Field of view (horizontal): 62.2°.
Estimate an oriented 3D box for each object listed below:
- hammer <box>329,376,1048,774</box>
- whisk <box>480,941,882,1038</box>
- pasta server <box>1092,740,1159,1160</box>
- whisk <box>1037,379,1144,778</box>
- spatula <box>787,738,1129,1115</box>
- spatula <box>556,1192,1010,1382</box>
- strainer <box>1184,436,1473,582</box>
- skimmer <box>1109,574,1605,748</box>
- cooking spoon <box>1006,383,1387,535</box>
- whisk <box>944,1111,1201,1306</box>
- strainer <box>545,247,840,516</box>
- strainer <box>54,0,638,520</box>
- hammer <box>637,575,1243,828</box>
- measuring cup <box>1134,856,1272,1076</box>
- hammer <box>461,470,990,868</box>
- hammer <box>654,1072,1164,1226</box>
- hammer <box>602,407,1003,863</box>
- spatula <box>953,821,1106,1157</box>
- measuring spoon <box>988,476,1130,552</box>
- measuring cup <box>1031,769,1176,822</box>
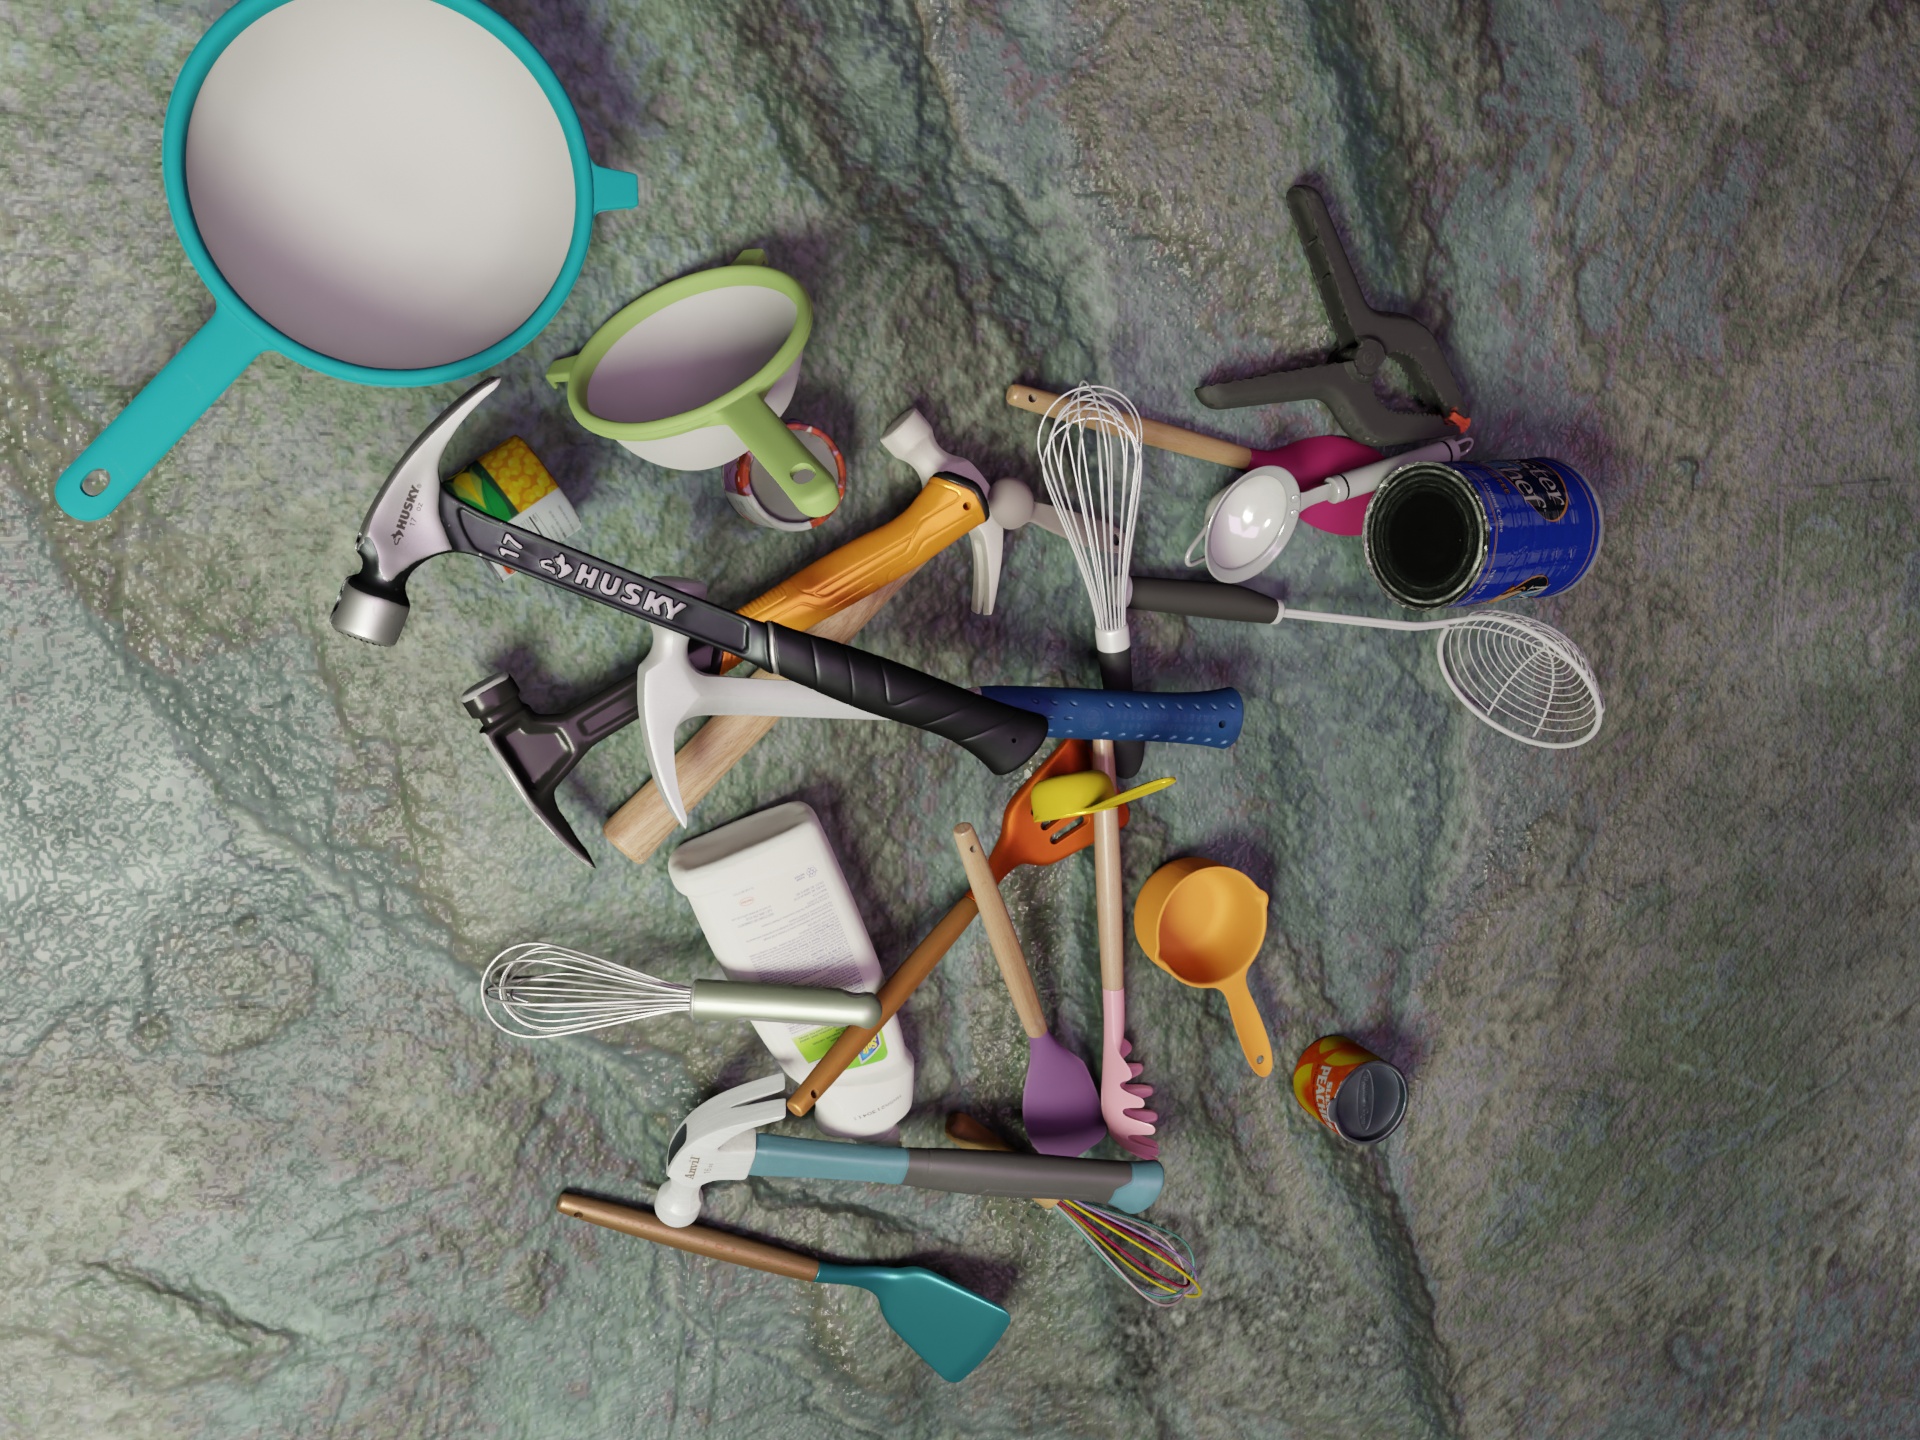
[{"bbox_3d":[-0.122,-0.053,0.888,0.408,0.036,0.149,21,92,-28],"label":"hammer"},{"bbox_3d":[-0.171,0.171,0.975,0.246,0.058,0.059,4,87,-1],"label":"whisk"},{"bbox_3d":[0.113,0.161,1.112,0.040,0.060,0.316,-2,103,6],"label":"pasta server"},{"bbox_3d":[0.097,-0.086,1.052,0.070,0.070,0.284,-18,119,-17],"label":"whisk"},{"bbox_3d":[-0.002,0.137,1.044,0.323,0.041,0.081,-46,113,-33],"label":"spatula"},{"bbox_3d":[-0.120,0.371,1.068,0.317,0.044,0.082,23,118,-20],"label":"spatula"},{"bbox_3d":[0.253,-0.158,1.106,0.258,0.050,0.086,-19,131,-19],"label":"strainer"},{"bbox_3d":[0.279,-0.043,1.123,0.363,0.127,0.090,6,74,-14],"label":"skimmer"},{"bbox_3d":[0.176,-0.187,1.100,0.318,0.017,0.069,10,95,-23],"label":"cooking spoon"},{"bbox_3d":[0.086,0.351,1.143,0.244,0.047,0.051,40,85,-18],"label":"whisk"},{"bbox_3d":[-0.122,-0.165,0.892,0.151,0.257,0.069,-33,137,-8],"label":"strainer"},{"bbox_3d":[-0.351,-0.238,0.857,0.211,0.095,0.340,43,85,-18],"label":"strainer"},{"bbox_3d":[-0.002,-0.003,0.994,0.405,0.035,0.144,3,102,-25],"label":"hammer"},{"bbox_3d":[0.183,0.178,1.146,0.095,0.052,0.173,-27,109,-14],"label":"measuring cup"},{"bbox_3d":[-0.123,-0.048,0.970,0.337,0.034,0.127,-32,107,-12],"label":"hammer"},{"bbox_3d":[-0.025,0.294,1.045,0.331,0.033,0.128,9,127,-16],"label":"hammer"},{"bbox_3d":[-0.099,-0.038,1.016,0.331,0.031,0.130,-47,110,-7],"label":"hammer"},{"bbox_3d":[0.043,0.192,1.072,0.060,0.018,0.315,-29,124,-16],"label":"spatula"},{"bbox_3d":[0.071,-0.133,1.057,0.124,0.018,0.034,14,79,-35],"label":"measuring spoon"},{"bbox_3d":[0.093,0.040,1.012,0.062,0.156,0.029,-8,81,-24],"label":"measuring cup"}]
